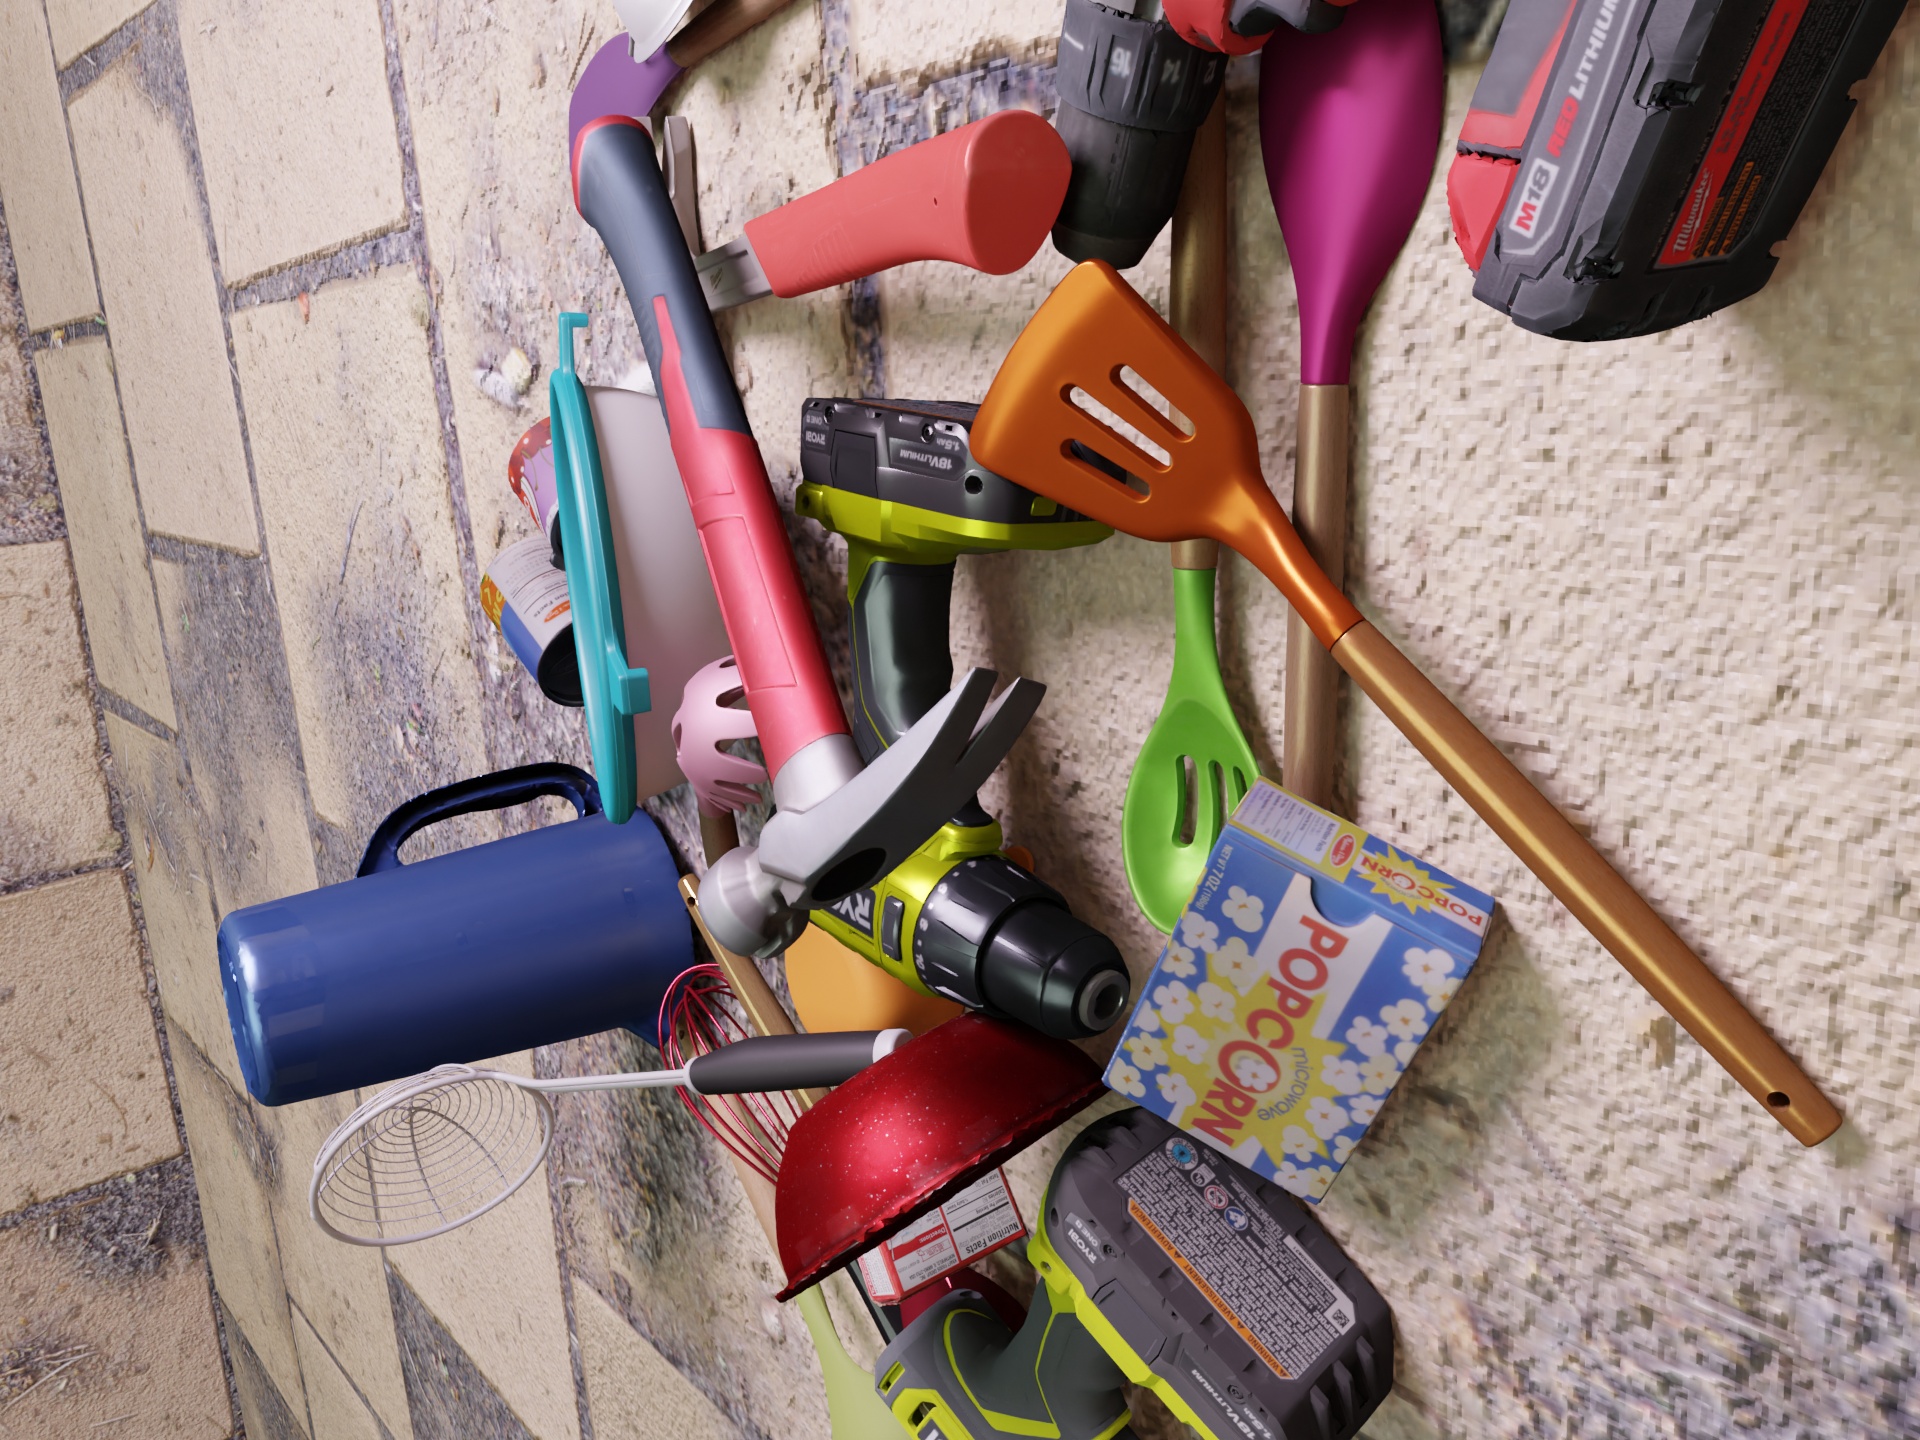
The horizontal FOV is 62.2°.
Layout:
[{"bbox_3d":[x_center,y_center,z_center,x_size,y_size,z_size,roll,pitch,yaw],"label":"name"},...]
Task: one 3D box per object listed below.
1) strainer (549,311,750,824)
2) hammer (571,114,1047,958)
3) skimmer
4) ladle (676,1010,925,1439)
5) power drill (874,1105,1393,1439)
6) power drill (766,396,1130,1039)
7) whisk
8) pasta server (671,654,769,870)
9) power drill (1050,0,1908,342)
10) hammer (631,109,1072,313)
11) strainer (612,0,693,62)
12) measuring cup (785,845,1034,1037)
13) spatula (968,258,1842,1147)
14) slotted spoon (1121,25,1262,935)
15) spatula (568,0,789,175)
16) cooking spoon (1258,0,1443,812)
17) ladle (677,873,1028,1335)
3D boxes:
[{"bbox_3d":[-0.144,-0.036,0.804,0.340,0.095,0.211,113,146,-64],"label":"strainer"},{"bbox_3d":[-0.084,-0.113,0.597,0.143,0.038,0.387,-42,52,31],"label":"hammer"},{"bbox_3d":[-0.172,0.207,0.775,0.363,0.127,0.090,-13,63,33],"label":"skimmer"},{"bbox_3d":[-0.086,0.287,0.877,0.078,0.062,0.320,-56,49,28],"label":"ladle"},{"bbox_3d":[0.065,0.269,0.624,0.171,0.080,0.223,45,133,22],"label":"power drill"},{"bbox_3d":[-0.001,-0.002,0.611,0.191,0.080,0.228,22,113,48],"label":"power drill"},{"bbox_3d":[-0.069,0.248,0.819,0.296,0.073,0.073,52,138,22],"label":"whisk"},{"bbox_3d":[-0.105,0.047,0.740,0.316,0.040,0.060,105,167,-68],"label":"pasta server"},{"bbox_3d":[0.105,-0.178,0.417,0.227,0.080,0.187,46,138,37],"label":"power drill"},{"bbox_3d":[-0.063,-0.197,0.628,0.359,0.036,0.149,15,115,63],"label":"hammer"},{"bbox_3d":[-0.085,-0.342,0.654,0.258,0.050,0.087,-8,63,46],"label":"strainer"},{"bbox_3d":[-0.026,0.100,0.718,0.173,0.052,0.095,-46,65,51],"label":"measuring cup"},{"bbox_3d":[0.126,-0.005,0.468,0.323,0.041,0.081,50,127,19],"label":"spatula"},{"bbox_3d":[0.082,-0.078,0.542,0.070,0.031,0.313,15,111,51],"label":"slotted spoon"},{"bbox_3d":[-0.115,-0.317,0.727,0.316,0.018,0.060,1,91,53],"label":"spatula"},{"bbox_3d":[0.114,-0.080,0.504,0.069,0.017,0.318,17,113,49],"label":"cooking spoon"},{"bbox_3d":[-0.059,0.204,0.788,0.069,0.031,0.316,-44,68,23],"label":"ladle"}]
